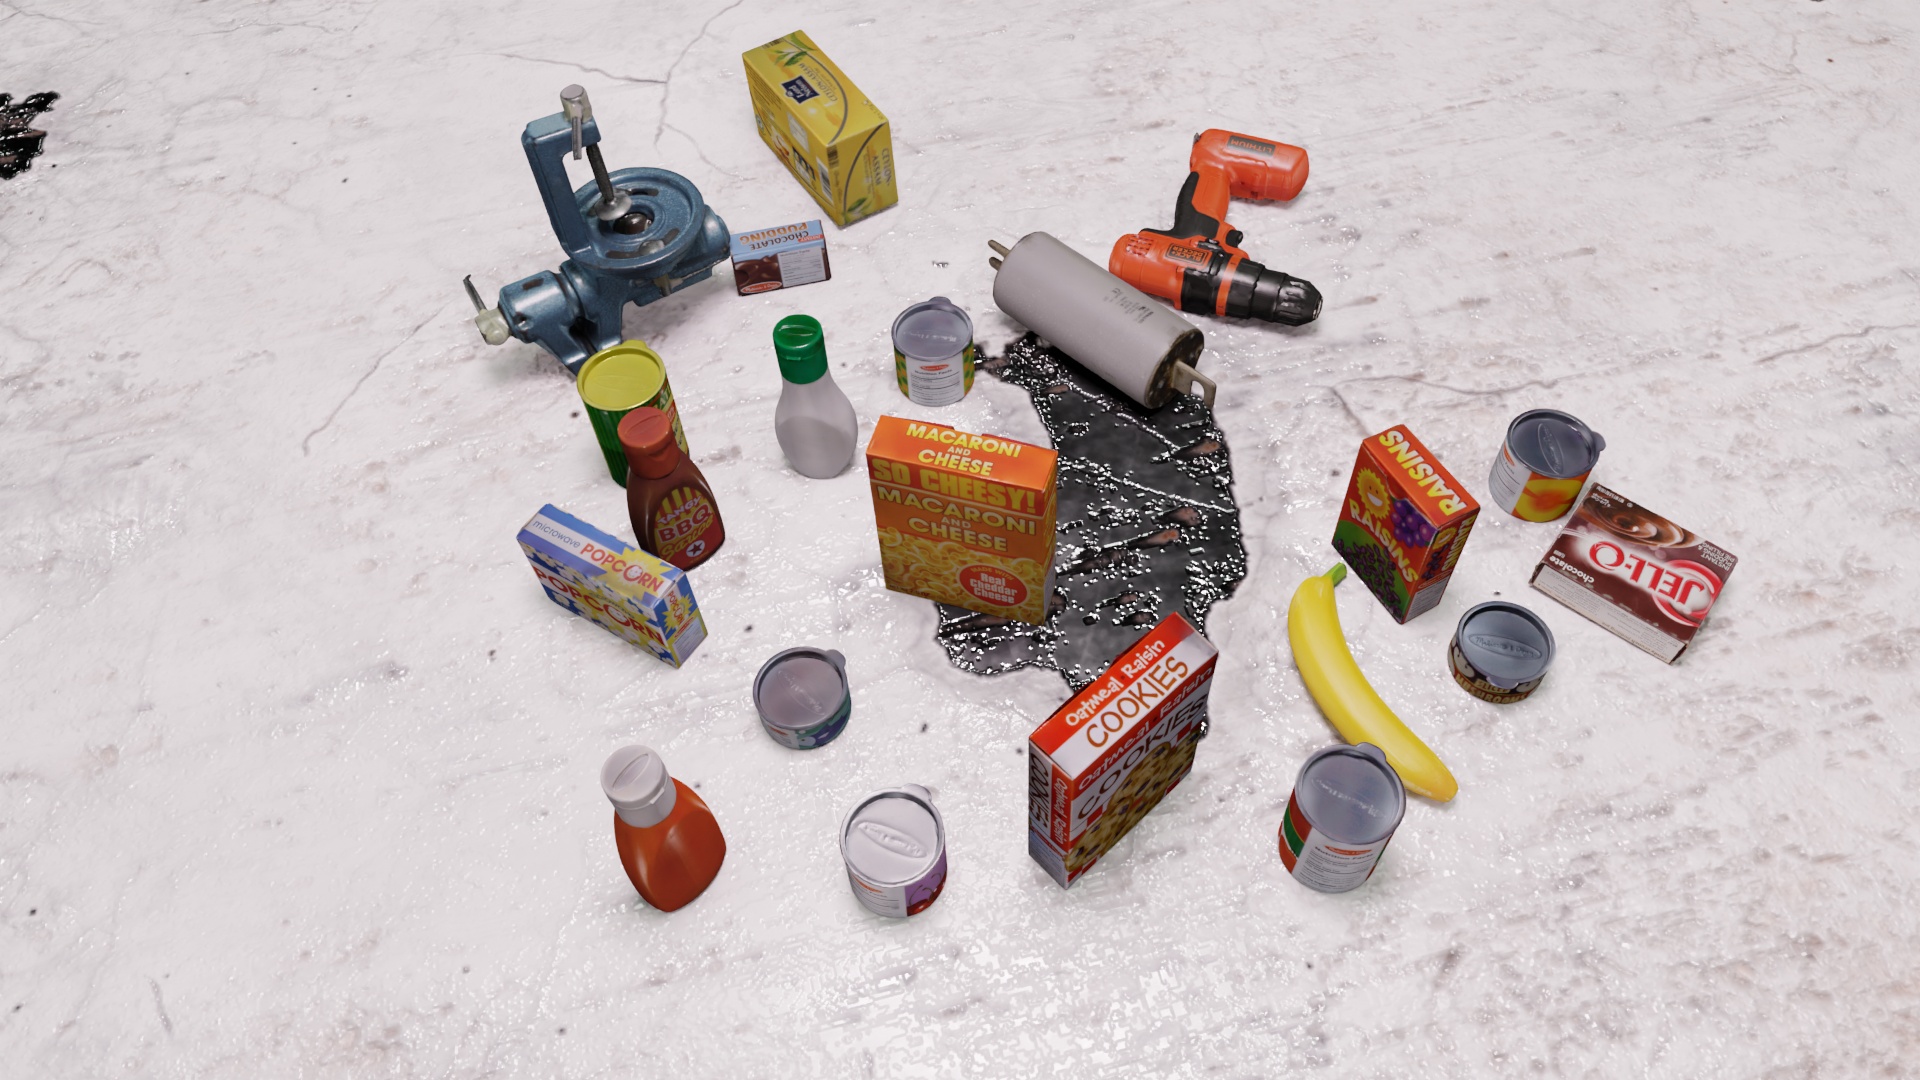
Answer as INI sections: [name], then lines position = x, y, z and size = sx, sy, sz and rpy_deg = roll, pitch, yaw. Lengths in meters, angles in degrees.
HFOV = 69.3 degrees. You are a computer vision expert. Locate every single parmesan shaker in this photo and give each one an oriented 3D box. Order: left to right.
[parmesan shaker]
position = -0.250, -0.095, 1.077
size = 0.071, 0.102, 0.071
rpy_deg = -1, 55, 2

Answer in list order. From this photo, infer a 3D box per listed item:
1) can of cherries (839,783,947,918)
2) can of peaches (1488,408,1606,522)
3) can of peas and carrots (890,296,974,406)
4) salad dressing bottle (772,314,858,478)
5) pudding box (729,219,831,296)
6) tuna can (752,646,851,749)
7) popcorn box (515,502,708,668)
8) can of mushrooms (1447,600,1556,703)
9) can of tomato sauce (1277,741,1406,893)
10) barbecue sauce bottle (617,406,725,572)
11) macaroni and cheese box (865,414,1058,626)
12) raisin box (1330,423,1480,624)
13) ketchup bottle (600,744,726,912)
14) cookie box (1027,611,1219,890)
[can of cherries]
position = -0.040, 0.198, 0.887
size = 0.071, 0.058, 0.072
rpy_deg = -1, 55, 2
[can of peaches]
position = 0.440, -0.056, 1.046
size = 0.071, 0.057, 0.071
rpy_deg = -1, 55, 2
[can of peas and carrots]
position = -0.021, -0.154, 1.136
size = 0.071, 0.058, 0.071
rpy_deg = -1, 55, 2
[salad dressing bottle]
position = -0.113, -0.108, 1.053
size = 0.064, 0.147, 0.044
rpy_deg = 5, 55, 6
[pudding box]
position = -0.158, -0.247, 1.214
size = 0.084, 0.049, 0.030
rpy_deg = -12, 55, -6
[tuna can]
position = -0.108, 0.108, 0.969
size = 0.071, 0.032, 0.071
rpy_deg = -1, 55, 2
[popcorn box]
position = -0.250, 0.032, 0.997
size = 0.127, 0.084, 0.038
rpy_deg = 25, 60, 19
[can of mushrooms]
position = 0.375, 0.080, 0.967
size = 0.071, 0.033, 0.071
rpy_deg = -1, 55, 2
[can of tomato sauce]
position = 0.238, 0.175, 0.876
size = 0.071, 0.082, 0.071
rpy_deg = -1, 55, 2
[barbecue sauce bottle]
position = -0.213, -0.036, 1.006
size = 0.065, 0.147, 0.044
rpy_deg = -34, 60, -19
[macaroni and cheese box]
position = 0.003, -0.012, 0.968
size = 0.124, 0.165, 0.040
rpy_deg = 13, 56, 11
[raisin box]
position = 0.310, -0.010, 0.980
size = 0.040, 0.122, 0.086
rpy_deg = -23, 57, -13
[ketchup bottle]
position = -0.185, 0.175, 0.855
size = 0.043, 0.148, 0.065
rpy_deg = 30, 62, 22
[cookie box]
position = 0.097, 0.133, 0.860
size = 0.123, 0.166, 0.040
rpy_deg = -38, 62, -22
